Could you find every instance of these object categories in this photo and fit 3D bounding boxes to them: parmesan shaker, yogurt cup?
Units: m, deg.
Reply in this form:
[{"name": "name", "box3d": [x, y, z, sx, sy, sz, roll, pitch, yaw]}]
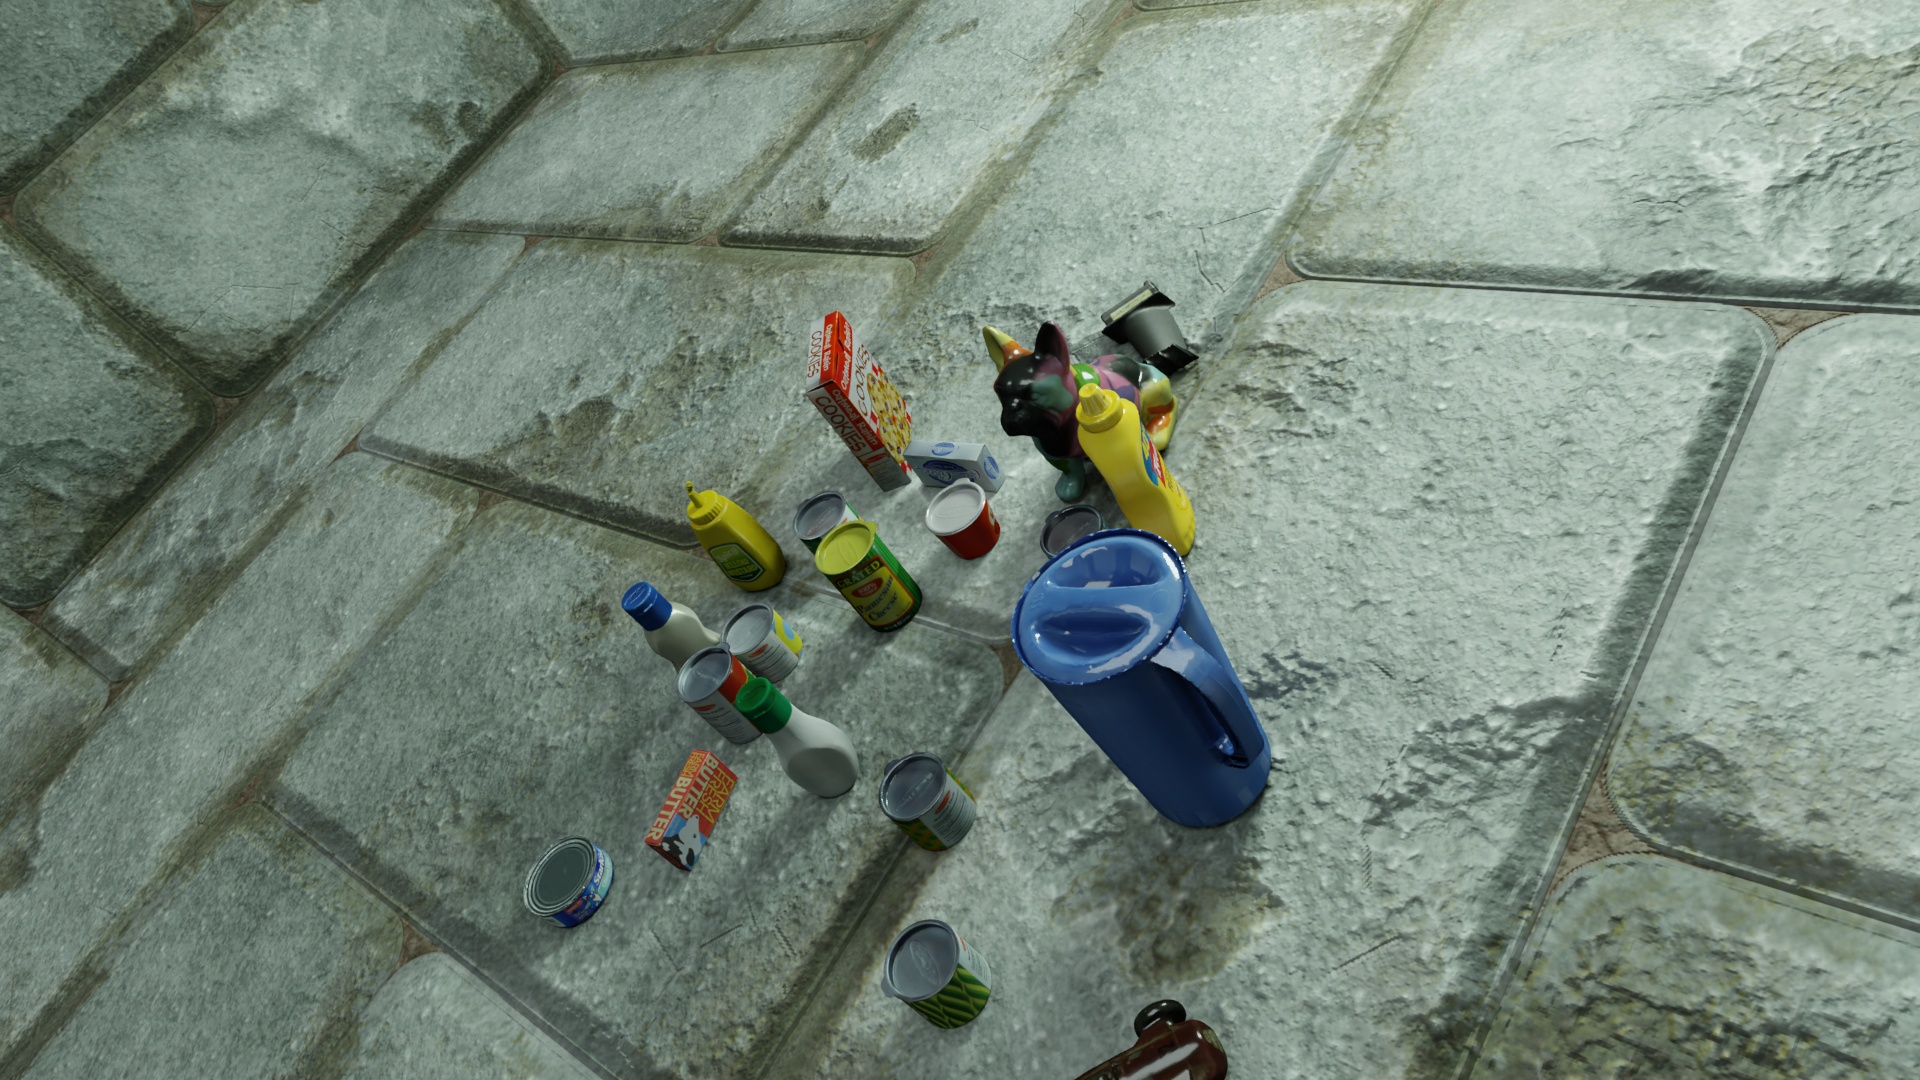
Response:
[{"name": "parmesan shaker", "box3d": [-0.088, 0.036, 1.385, 0.071, 0.102, 0.072, -19, 43, 20]}, {"name": "yogurt cup", "box3d": [0.005, -0.018, 1.408, 0.072, 0.053, 0.073, -19, 43, 19]}]

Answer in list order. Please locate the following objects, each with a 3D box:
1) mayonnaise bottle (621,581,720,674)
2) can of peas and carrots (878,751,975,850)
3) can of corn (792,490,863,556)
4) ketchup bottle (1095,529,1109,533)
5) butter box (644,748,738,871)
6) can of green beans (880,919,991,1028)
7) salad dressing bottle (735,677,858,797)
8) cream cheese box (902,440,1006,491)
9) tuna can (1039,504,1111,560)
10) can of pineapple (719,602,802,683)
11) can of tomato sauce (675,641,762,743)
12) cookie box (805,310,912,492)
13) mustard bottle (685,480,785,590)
[{"name": "mayonnaise bottle", "box3d": [-0.290, 0.099, 1.433, 0.065, 0.147, 0.041, -45, 41, -10]}, {"name": "can of peas and carrots", "box3d": [-0.030, 0.225, 1.200, 0.071, 0.058, 0.071, -19, 43, 19]}, {"name": "can of corn", "box3d": [-0.139, -0.011, 1.500, 0.071, 0.058, 0.071, -19, 43, 19]}, {"name": "ketchup bottle", "box3d": [0.148, 0.050, 1.171, 0.043, 0.148, 0.065, 21, 66, 45]}, {"name": "butter box", "box3d": [-0.257, 0.258, 1.332, 0.024, 0.053, 0.104, 1, 53, 36]}, {"name": "can of green beans", "box3d": [-0.017, 0.339, 1.084, 0.071, 0.057, 0.071, -19, 43, 19]}, {"name": "salad dressing bottle", "box3d": [-0.148, 0.178, 1.258, 0.064, 0.147, 0.044, -29, 41, 10]}, {"name": "cream cheese box", "box3d": [-0.007, -0.080, 1.475, 0.104, 0.053, 0.024, 7, 56, 39]}, {"name": "tuna can", "box3d": [0.111, 0.000, 1.334, 0.071, 0.032, 0.071, -19, 43, 19]}, {"name": "can of pineapple", "box3d": [-0.206, 0.105, 1.437, 0.071, 0.057, 0.071, -19, 43, 19]}, {"name": "can of tomato sauce", "box3d": [-0.233, 0.153, 1.391, 0.071, 0.083, 0.071, -19, 43, 20]}, {"name": "cookie box", "box3d": [-0.109, -0.153, 1.528, 0.040, 0.167, 0.123, -21, 43, 18]}, {"name": "mustard bottle", "box3d": [-0.253, -0.008, 1.498, 0.065, 0.159, 0.049, -15, 45, 24]}]
